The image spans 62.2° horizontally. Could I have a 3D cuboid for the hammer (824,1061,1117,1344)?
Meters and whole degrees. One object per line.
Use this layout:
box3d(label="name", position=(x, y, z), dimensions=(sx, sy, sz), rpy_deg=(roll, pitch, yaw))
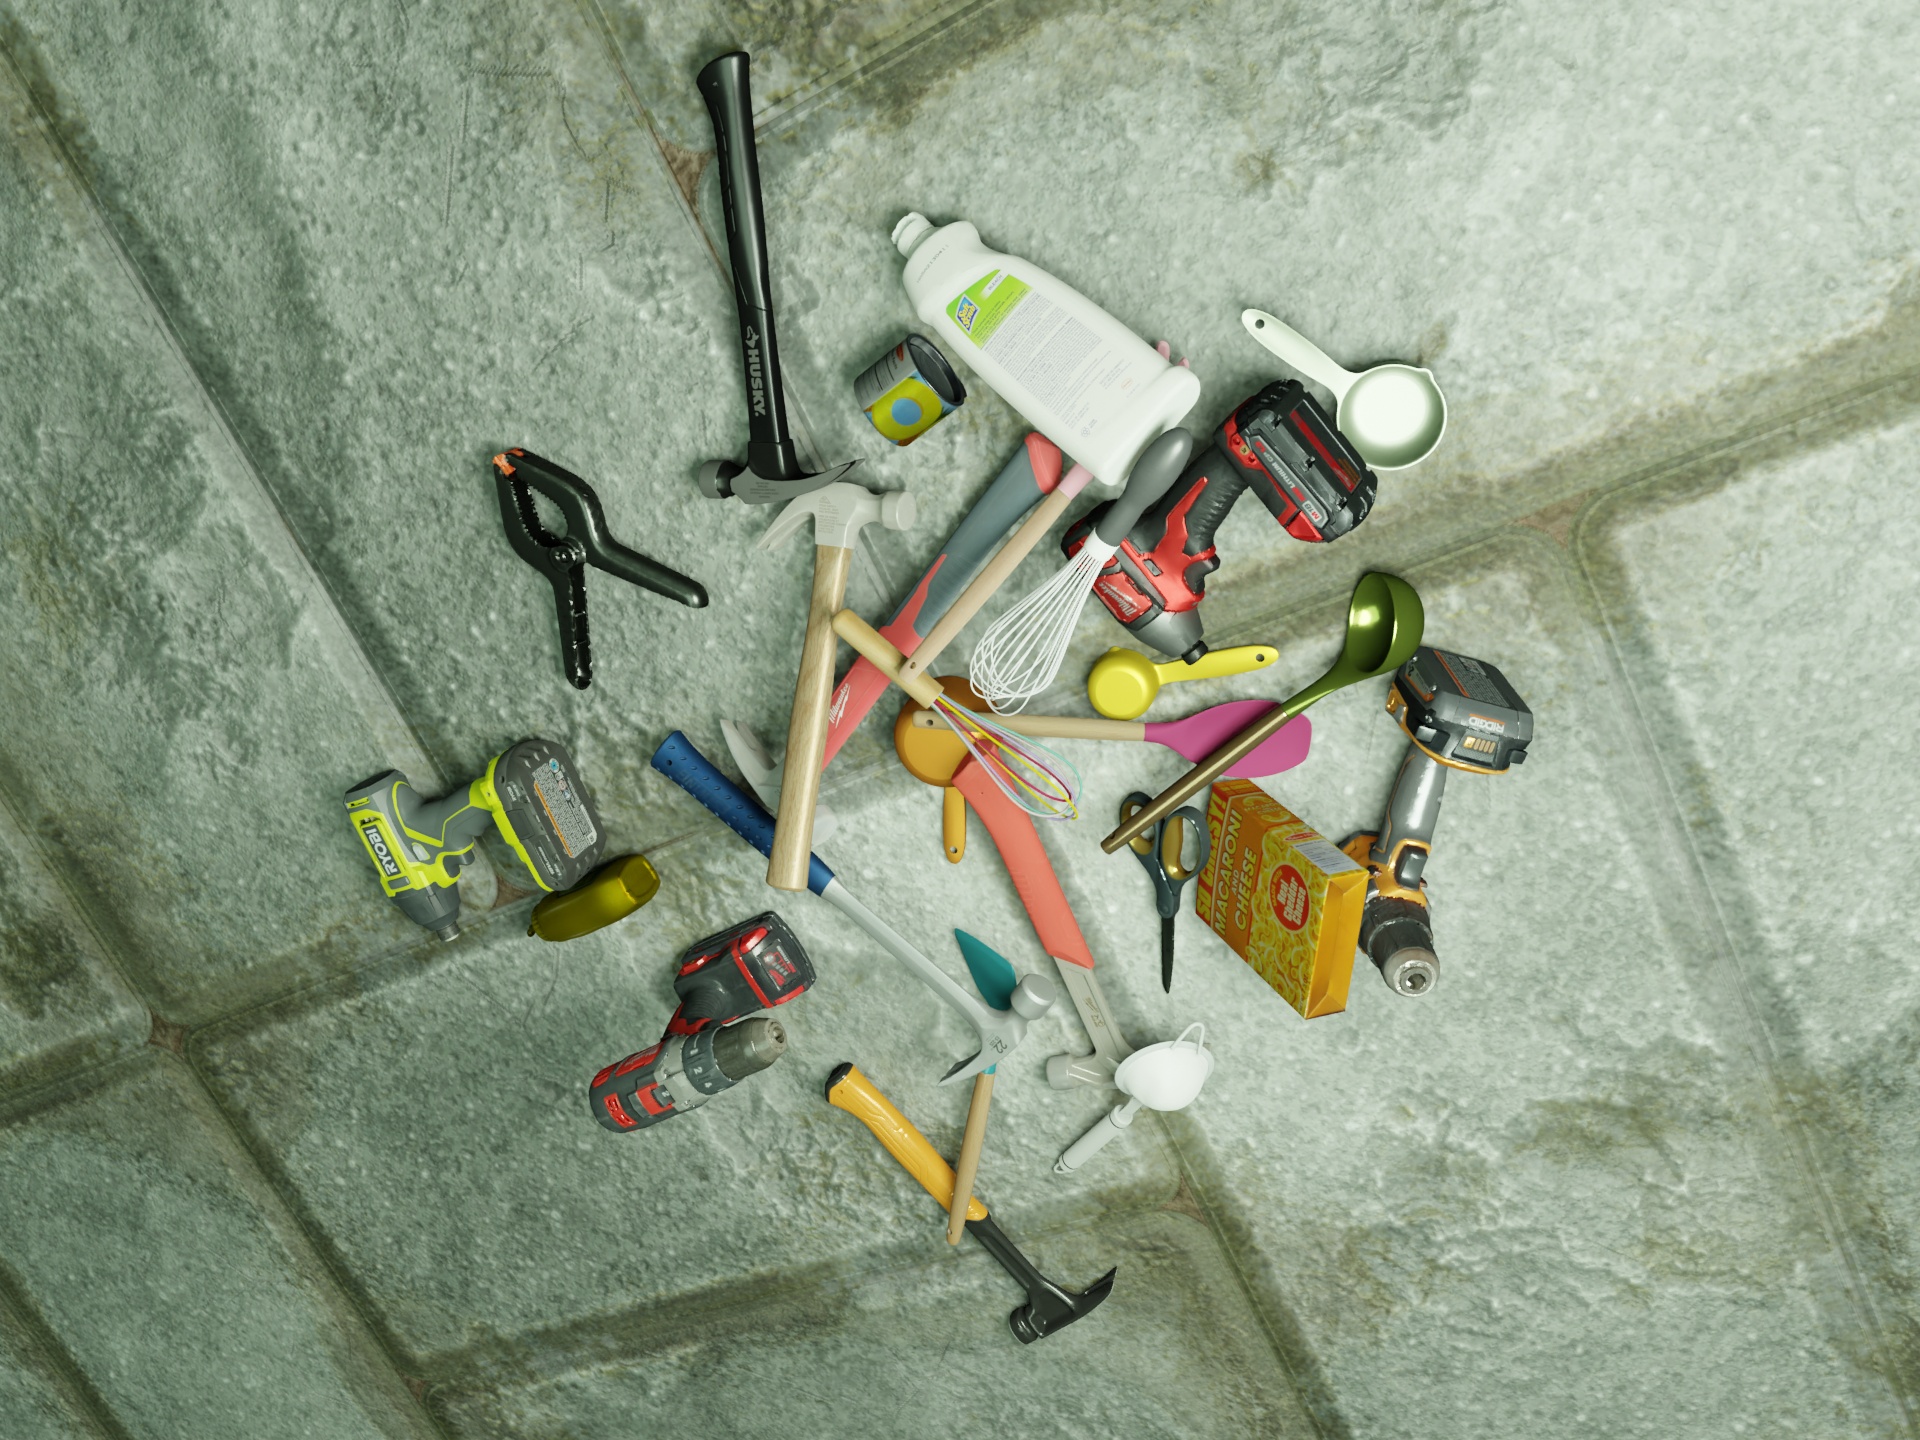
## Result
box3d(label="hammer", position=(-0.001, 0.450, 1.515), dimensions=(0.127, 0.034, 0.337), rpy_deg=(-39, 97, 27))

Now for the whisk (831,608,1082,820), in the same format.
box3d(label="whisk", position=(-0.001, -0.005, 1.234), dimensions=(0.245, 0.047, 0.051), rpy_deg=(40, 102, 0))

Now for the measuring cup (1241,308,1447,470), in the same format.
box3d(label="measuring cup", position=(0.274, -0.248, 1.146), dimensions=(0.167, 0.038, 0.083), rpy_deg=(36, 117, 1))

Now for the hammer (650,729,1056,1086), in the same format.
box3d(label="hammer", position=(-0.110, 0.156, 1.387), dimensions=(0.405, 0.035, 0.144), rpy_deg=(39, 120, 8))

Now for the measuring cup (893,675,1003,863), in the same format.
box3d(label="measuring cup", position=(-0.012, 0.052, 1.341), dimensions=(0.095, 0.052, 0.173), rpy_deg=(5, 111, 14))

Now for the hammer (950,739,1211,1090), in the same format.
box3d(label="hammer", position=(0.089, 0.170, 1.344), dimensions=(0.149, 0.037, 0.358), rpy_deg=(-14, 117, 21))

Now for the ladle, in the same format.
box3d(label="ladle", position=(0.224, 0.003, 1.231), dimensions=(0.320, 0.078, 0.062), rpy_deg=(-40, 125, 21))

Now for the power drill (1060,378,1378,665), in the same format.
box3d(label="power drill", position=(0.190, -0.138, 1.177), dimensions=(0.143, 0.078, 0.219), rpy_deg=(50, 129, -5))

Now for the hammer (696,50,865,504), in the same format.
box3d(label="hammer", position=(-0.155, -0.333, 1.222), dimensions=(0.146, 0.035, 0.334), rpy_deg=(6, 111, 30))

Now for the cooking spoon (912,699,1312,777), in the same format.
box3d(label="cooking spoon", position=(0.121, 0.007, 1.272), dimensions=(0.319, 0.017, 0.068), rpy_deg=(3, 114, 0))

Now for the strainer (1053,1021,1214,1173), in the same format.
box3d(label="strainer", position=(0.147, 0.348, 1.403), dimensions=(0.086, 0.050, 0.258), rpy_deg=(14, 137, -21))

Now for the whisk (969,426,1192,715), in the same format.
box3d(label="whisk", position=(0.088, -0.109, 1.182), dimensions=(0.070, 0.070, 0.284), rpy_deg=(35, 126, -1))

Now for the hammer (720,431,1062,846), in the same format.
box3d(label="hammer", position=(-0.055, -0.082, 1.294), dimensions=(0.386, 0.038, 0.143), rpy_deg=(-52, 60, 20))

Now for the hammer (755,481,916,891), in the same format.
box3d(label="hammer", position=(-0.120, -0.027, 1.286), dimensions=(0.130, 0.031, 0.331), rpy_deg=(10, 93, 28))

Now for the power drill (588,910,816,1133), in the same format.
box3d(label="power drill", position=(-0.203, 0.258, 1.383), dimensions=(0.188, 0.227, 0.080), rpy_deg=(-25, 103, 24))

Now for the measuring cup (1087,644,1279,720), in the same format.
box3d(label="measuring cup", position=(0.175, -0.035, 1.264), dimensions=(0.156, 0.029, 0.062), rpy_deg=(-11, 109, 22))

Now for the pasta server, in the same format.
box3d(label="pasta server", position=(0.058, -0.151, 1.193), dimensions=(0.060, 0.040, 0.316), rpy_deg=(42, 95, 12))

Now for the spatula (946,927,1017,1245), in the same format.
box3d(label="spatula", position=(0.010, 0.341, 1.441), dimensions=(0.082, 0.044, 0.317), rpy_deg=(27, 114, 45))

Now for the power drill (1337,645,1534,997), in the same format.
box3d(label="power drill", position=(0.344, 0.079, 1.181), dimensions=(0.084, 0.185, 0.226), rpy_deg=(14, 113, -4))

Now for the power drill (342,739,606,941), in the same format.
box3d(label="power drill", position=(-0.450, 0.113, 1.481), dimensions=(0.223, 0.080, 0.171), rpy_deg=(-16, 106, 25))
